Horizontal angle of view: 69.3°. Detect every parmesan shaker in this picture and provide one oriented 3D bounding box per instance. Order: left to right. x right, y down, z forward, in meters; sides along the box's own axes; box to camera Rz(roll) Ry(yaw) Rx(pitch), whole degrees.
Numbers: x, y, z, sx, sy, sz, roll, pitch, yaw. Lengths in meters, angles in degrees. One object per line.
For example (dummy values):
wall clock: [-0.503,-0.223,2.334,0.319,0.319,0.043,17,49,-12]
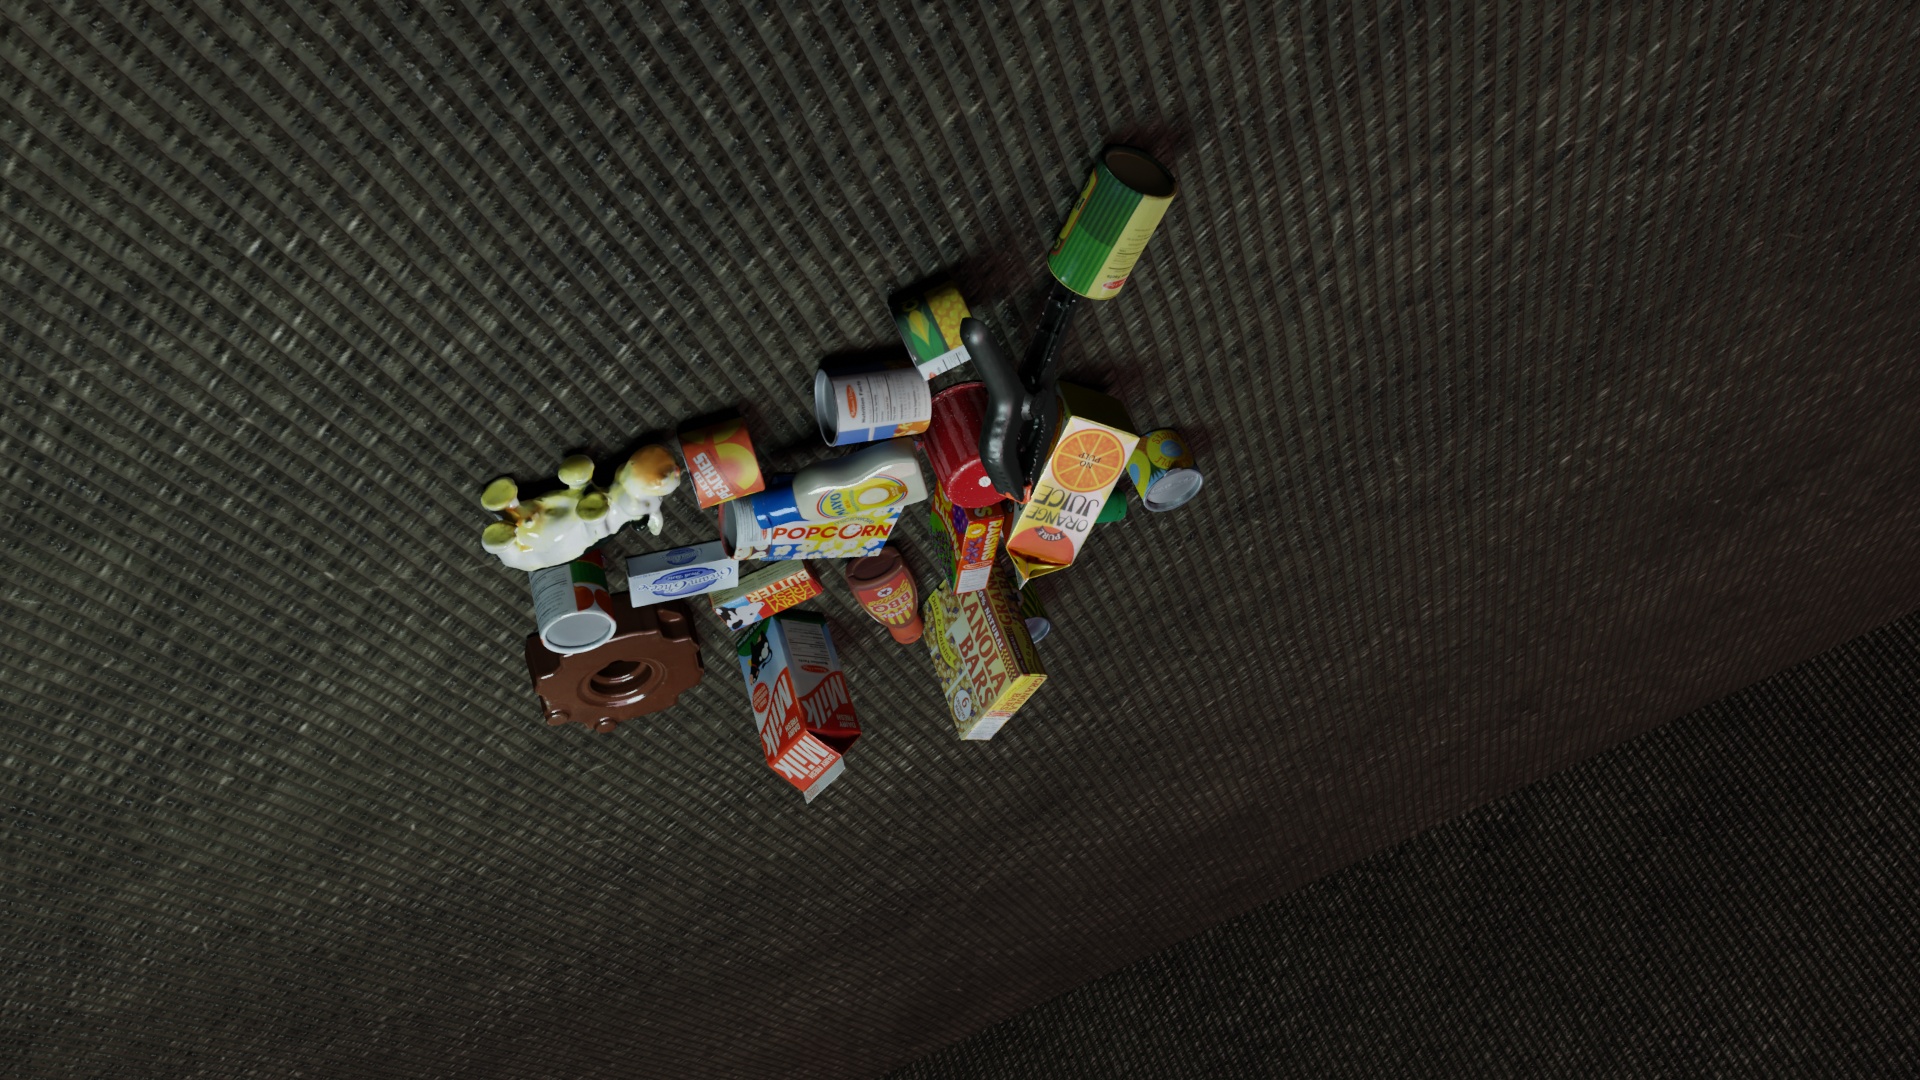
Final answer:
parmesan shaker: [0.121,-0.252,1.099,0.071,0.071,0.102,-2,141,-29]

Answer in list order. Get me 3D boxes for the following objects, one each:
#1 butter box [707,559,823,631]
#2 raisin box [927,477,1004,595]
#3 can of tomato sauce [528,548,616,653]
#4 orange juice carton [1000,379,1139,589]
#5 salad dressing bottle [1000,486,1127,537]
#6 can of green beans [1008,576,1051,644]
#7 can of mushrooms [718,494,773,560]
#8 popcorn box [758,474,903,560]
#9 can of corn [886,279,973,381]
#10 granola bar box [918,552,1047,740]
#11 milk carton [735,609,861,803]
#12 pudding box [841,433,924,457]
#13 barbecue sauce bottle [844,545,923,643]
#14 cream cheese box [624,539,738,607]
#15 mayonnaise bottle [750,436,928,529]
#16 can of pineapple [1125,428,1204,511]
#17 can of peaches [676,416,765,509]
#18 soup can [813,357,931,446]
butter box: [-0.194,0.052,1.386,0.103,0.024,0.053,-24,147,1]
raisin box: [0.005,-0.017,1.350,0.040,0.086,0.122,-10,146,-16]
can of tomato sauce: [-0.345,0.049,1.235,0.071,0.083,0.070,-15,147,-10]
orange juice carton: [0.090,-0.047,1.317,0.073,0.072,0.191,15,120,-19]
salad dressing bottle: [0.101,-0.033,1.426,0.148,0.044,0.064,-4,135,-28]
can of green beans: [0.061,0.082,1.555,0.071,0.058,0.071,-16,147,-10]
can of mushrooms: [-0.194,-0.015,1.251,0.033,0.071,0.070,-6,144,-24]
popcorn box: [-0.125,-0.023,1.307,0.127,0.038,0.084,-2,142,-29]
can of corn: [-0.019,-0.173,1.129,0.058,0.071,0.071,-25,148,2]
granola bar box: [0.019,0.109,1.468,0.039,0.166,0.123,5,138,-35]
milk carton: [-0.162,0.168,1.419,0.073,0.191,0.072,11,134,-41]
pudding box: [-0.070,-0.080,1.246,0.030,0.050,0.083,9,136,-38]
barbecue sauce bottle: [-0.072,0.061,1.456,0.065,0.044,0.148,-23,148,-1]
cream cheese box: [-0.262,0.030,1.314,0.104,0.024,0.053,-12,147,-16]
mayonnaise bottle: [-0.105,-0.045,1.202,0.148,0.041,0.064,-15,142,1]
can of pineapple: [0.207,-0.073,1.417,0.071,0.058,0.070,-16,147,-11]
can of peaches: [-0.201,-0.065,1.169,0.058,0.071,0.071,-17,147,-10]
soup can: [-0.075,-0.118,1.175,0.084,0.071,0.071,-10,145,-20]
